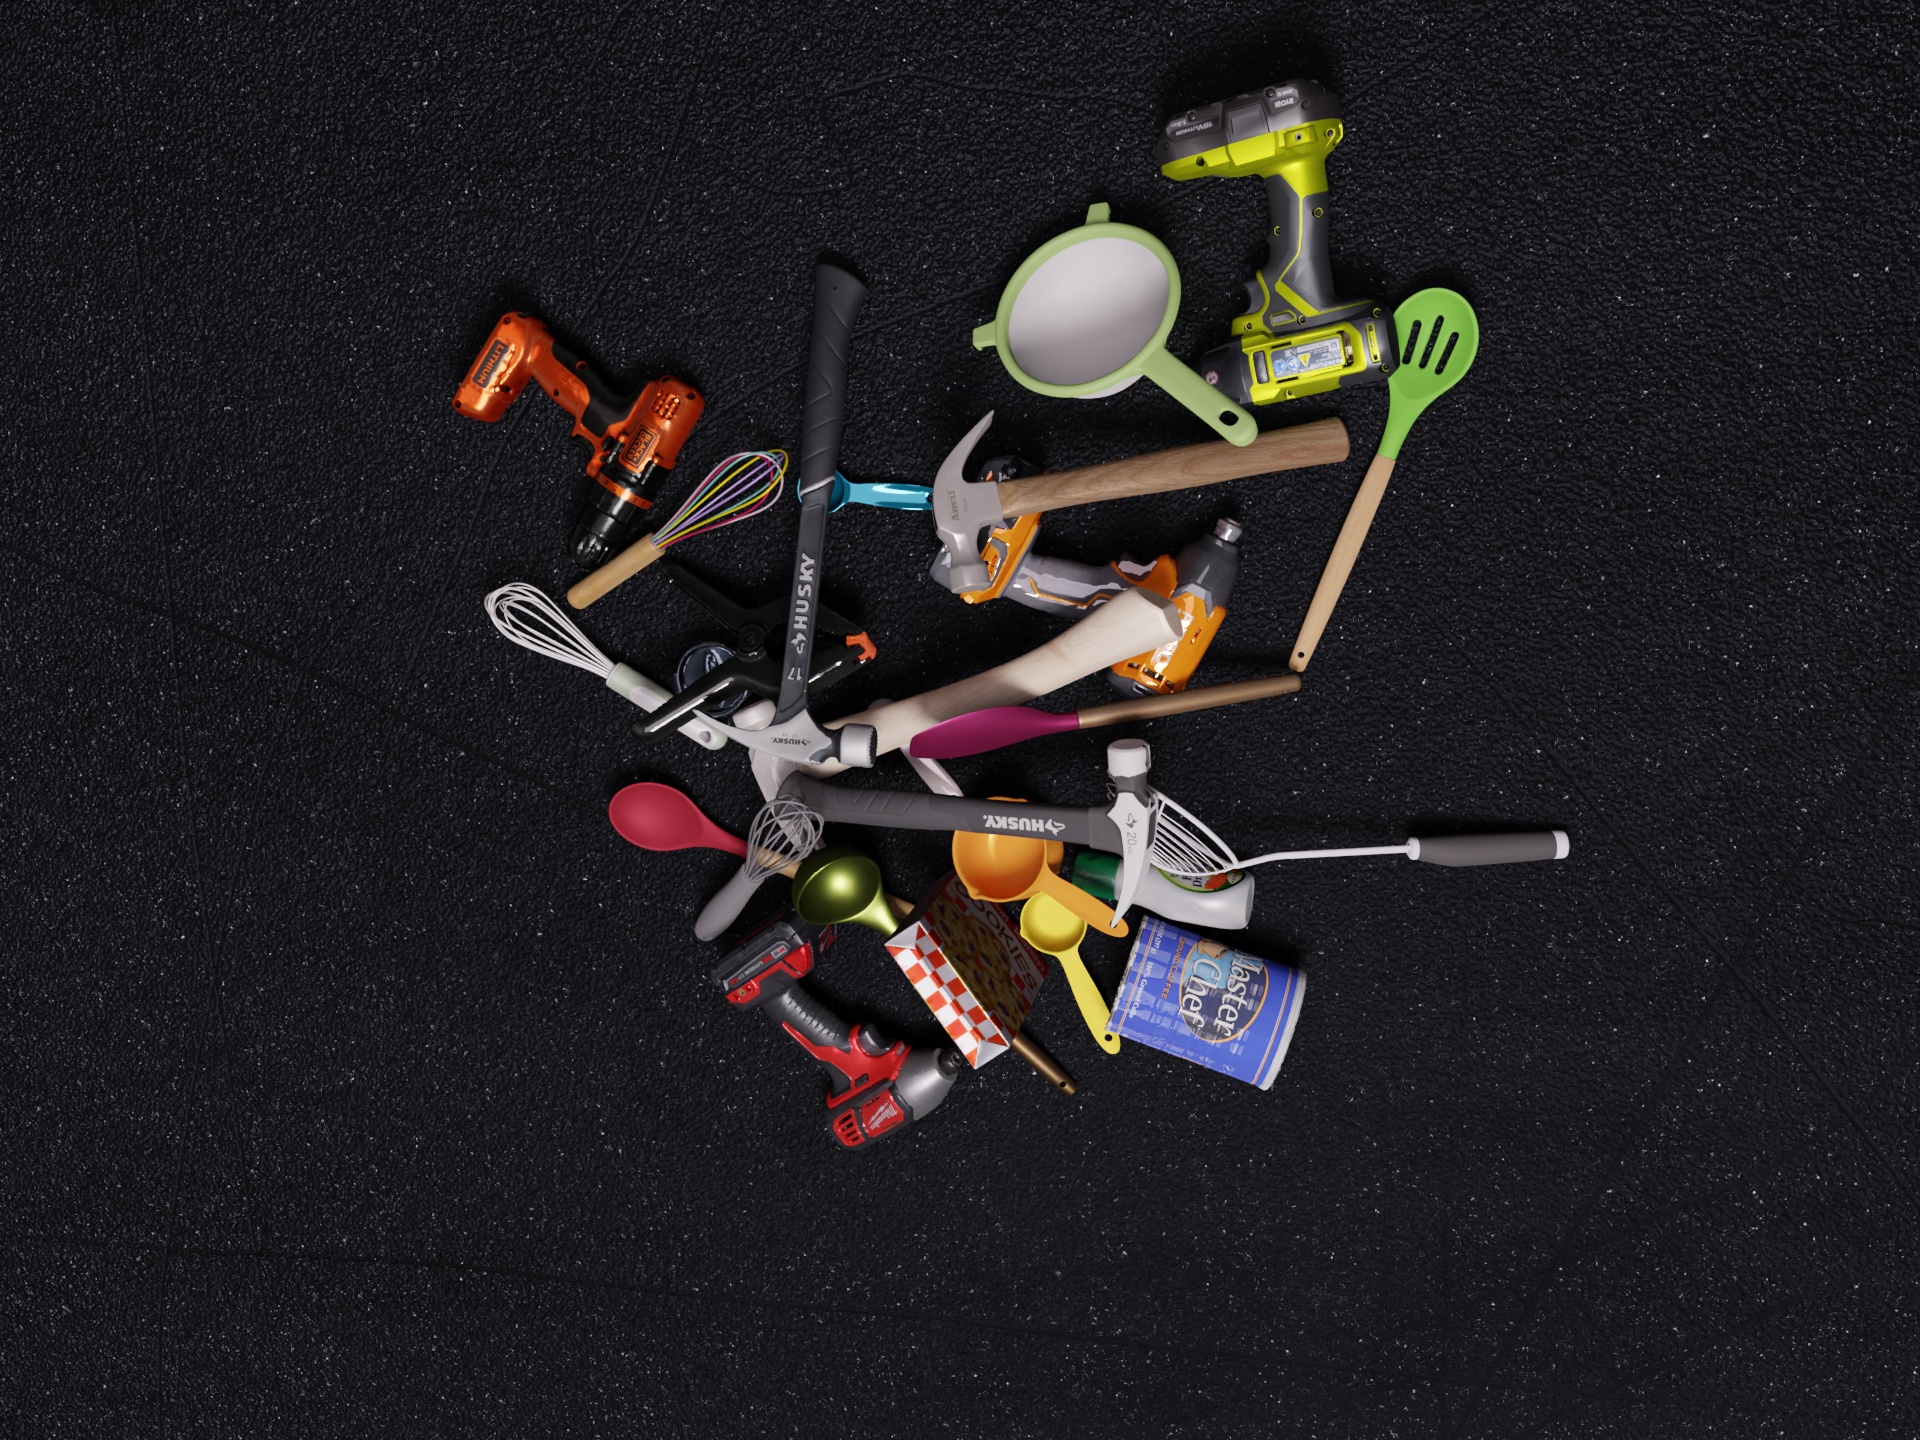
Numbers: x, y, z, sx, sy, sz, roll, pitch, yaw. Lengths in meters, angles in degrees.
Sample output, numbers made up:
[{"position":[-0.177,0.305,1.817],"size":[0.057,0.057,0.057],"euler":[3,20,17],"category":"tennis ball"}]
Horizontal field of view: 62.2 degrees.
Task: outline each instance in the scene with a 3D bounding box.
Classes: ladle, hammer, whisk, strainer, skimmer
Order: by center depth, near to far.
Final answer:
[{"position":[0.140,-0.275,1.219],"size":[0.151,0.069,0.257],"euler":[-46,60,4],"category":"strainer"},{"position":[0.139,-0.192,1.229],"size":[0.331,0.031,0.130],"euler":[-12,85,-7],"category":"hammer"},{"position":[0.300,0.076,1.277],"size":[0.363,0.127,0.090],"euler":[-2,82,1],"category":"skimmer"},{"position":[-0.003,0.080,1.284],"size":[0.335,0.035,0.146],"euler":[3,108,25],"category":"hammer"},{"position":[-0.123,-0.170,1.288],"size":[0.149,0.036,0.409],"euler":[5,84,9],"category":"hammer"},{"position":[-0.002,-0.004,1.293],"size":[0.410,0.038,0.146],"euler":[-21,97,30],"category":"hammer"},{"position":[-0.015,0.221,1.353],"size":[0.320,0.062,0.078],"euler":[43,100,-11],"category":"ladle"},{"position":[-0.180,0.132,1.359],"size":[0.055,0.055,0.239],"euler":[43,135,2],"category":"whisk"},{"position":[-0.244,-0.162,1.363],"size":[0.245,0.051,0.047],"euler":[-30,73,20],"category":"whisk"},{"position":[-0.312,-0.045,1.400],"size":[0.246,0.059,0.057],"euler":[32,117,0],"category":"whisk"},{"position":[-0.161,0.125,1.408],"size":[0.315,0.031,0.069],"euler":[20,116,6],"category":"ladle"}]

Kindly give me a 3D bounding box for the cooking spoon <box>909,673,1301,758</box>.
[{"position":[0.116,-0.005,1.245],"size":[0.319,0.068,0.017],"euler":[-10,63,-10],"category":"cooking spoon"}]

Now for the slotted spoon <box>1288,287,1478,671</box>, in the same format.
[{"position":[0.322,-0.184,1.252],"size":[0.070,0.031,0.313],"euler":[24,106,14],"category":"slotted spoon"}]

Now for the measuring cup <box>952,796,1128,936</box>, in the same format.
[{"position":[0.076,0.129,1.323],"size":[0.174,0.052,0.095],"euler":[32,101,24],"category":"measuring cup"}]

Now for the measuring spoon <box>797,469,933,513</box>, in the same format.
[{"position":[-0.073,-0.192,1.342],"size":[0.128,0.021,0.042],"euler":[5,102,2],"category":"measuring spoon"}]

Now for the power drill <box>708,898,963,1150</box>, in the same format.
[{"position":[-0.103,0.262,1.387],"size":[0.143,0.078,0.219],"euler":[-35,95,27],"category":"power drill"}]

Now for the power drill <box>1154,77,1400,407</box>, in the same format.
[{"position":[0.229,-0.355,1.211],"size":[0.171,0.080,0.223],"euler":[-8,102,26],"category":"power drill"}]

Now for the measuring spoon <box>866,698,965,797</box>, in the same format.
[{"position":[-0.037,0.033,1.370],"size":[0.034,0.018,0.124],"euler":[-41,91,15],"category":"measuring spoon"}]

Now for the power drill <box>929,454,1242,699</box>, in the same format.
[{"position":[0.108,-0.127,1.281],"size":[0.226,0.084,0.164],"euler":[29,104,1],"category":"power drill"}]

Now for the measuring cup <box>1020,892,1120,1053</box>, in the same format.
[{"position":[0.102,0.214,1.370],"size":[0.062,0.029,0.156],"euler":[-23,97,15],"category":"measuring cup"}]
